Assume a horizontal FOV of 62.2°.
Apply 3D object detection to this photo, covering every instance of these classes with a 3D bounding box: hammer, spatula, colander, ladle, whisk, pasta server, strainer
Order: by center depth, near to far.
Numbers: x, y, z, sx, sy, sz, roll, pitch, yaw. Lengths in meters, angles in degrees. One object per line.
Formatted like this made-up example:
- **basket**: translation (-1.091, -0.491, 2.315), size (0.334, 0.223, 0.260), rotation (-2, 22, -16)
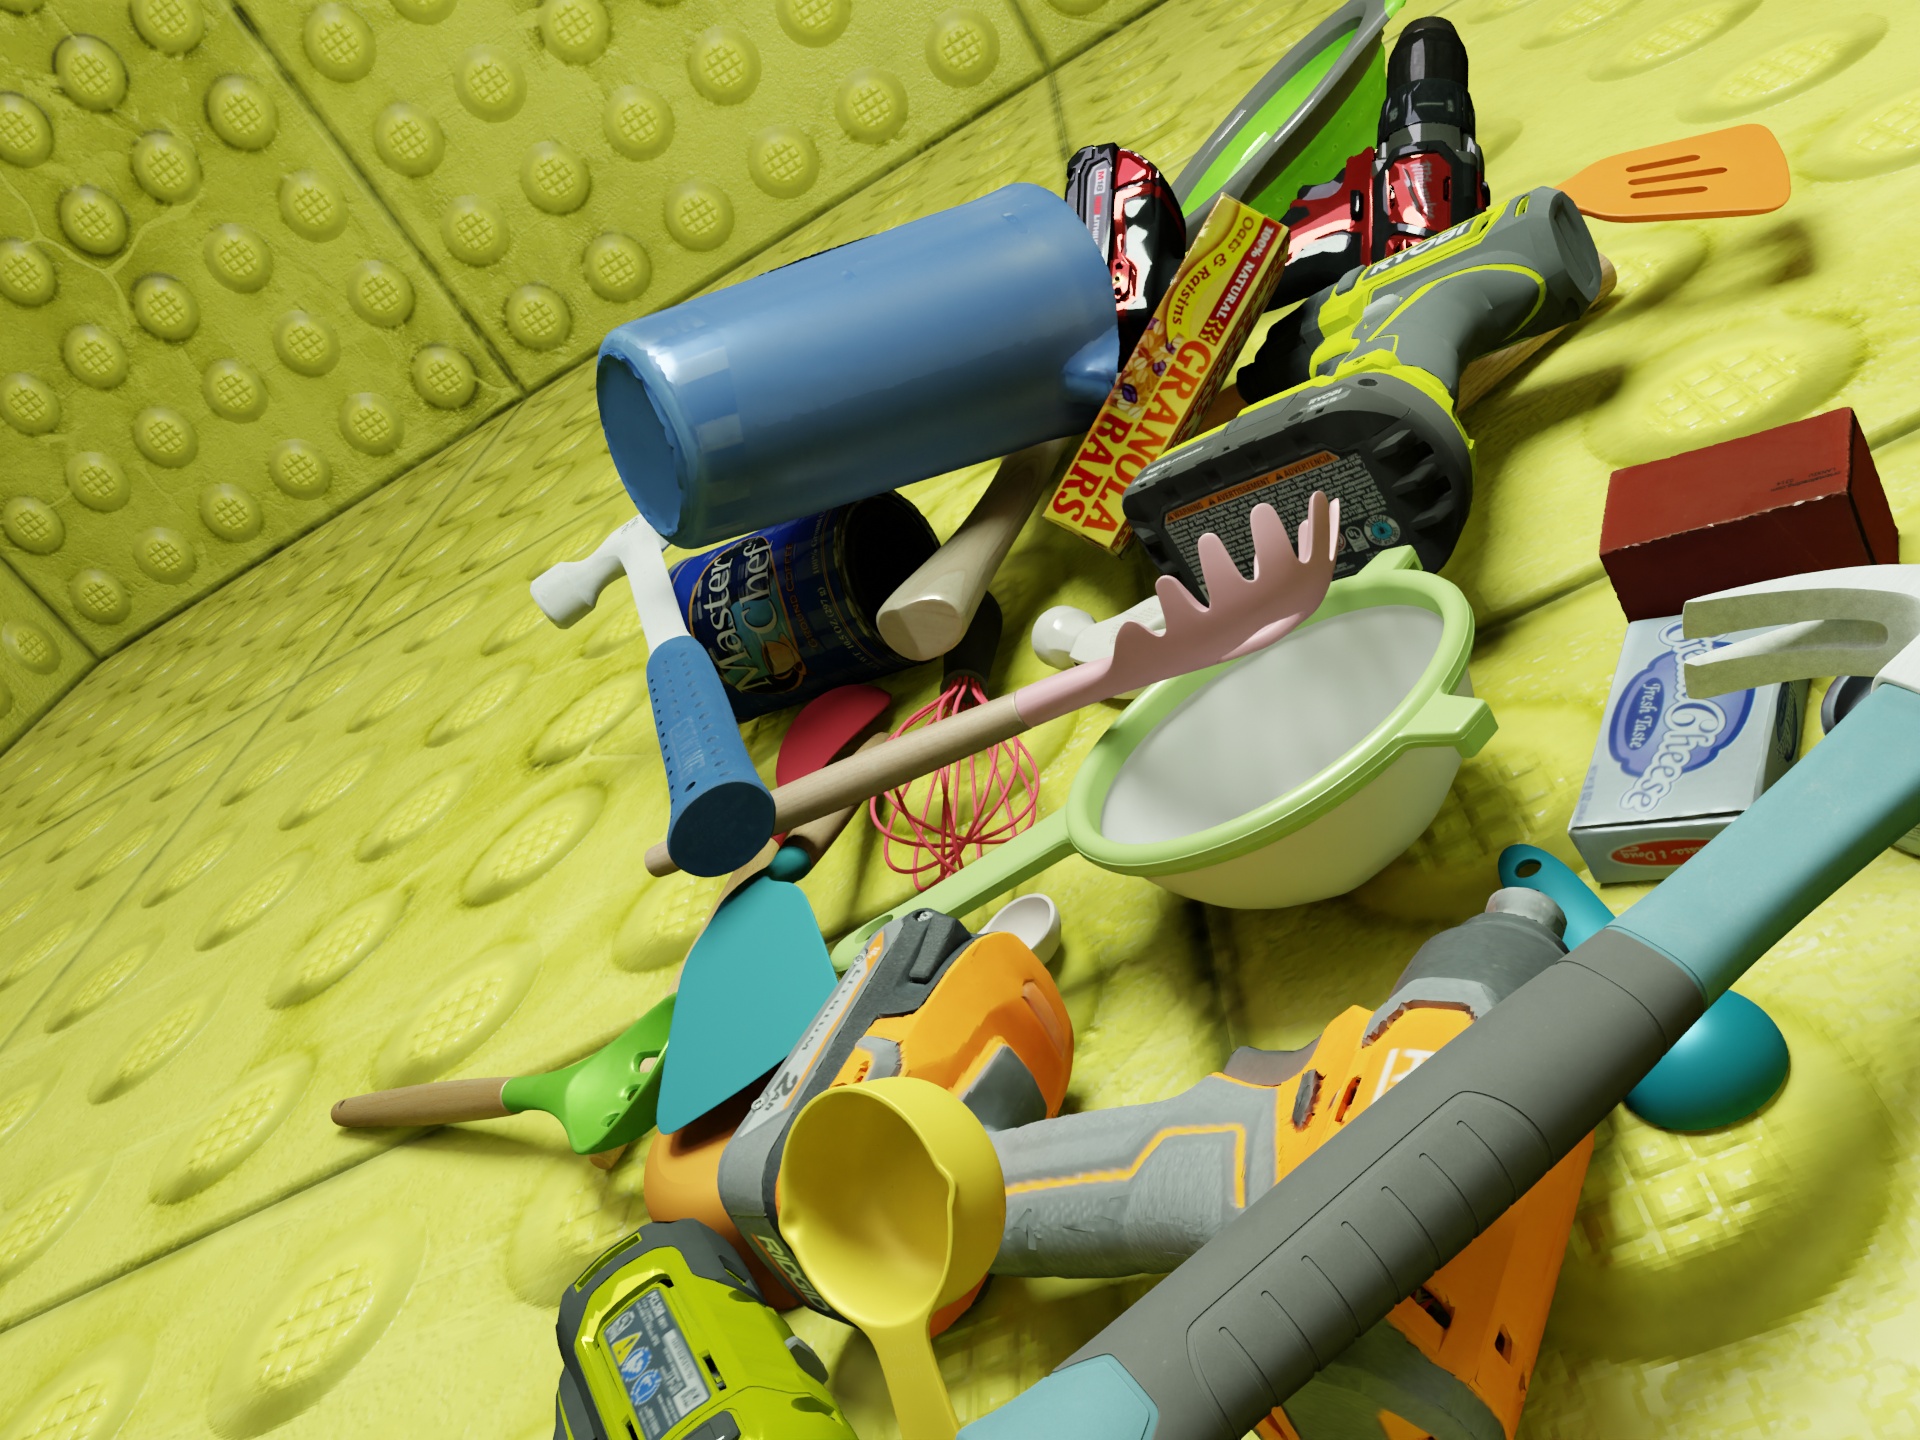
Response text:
- **hammer**: translation (0.141, 0.063, 0.345), size (0.331, 0.033, 0.128), rotation (-34, 38, -16)
- **strainer**: translation (0.072, 0.046, 0.551), size (0.256, 0.069, 0.152), rotation (-32, 18, 19)
- **pasta server**: translation (-0.001, -0.002, 0.595), size (0.316, 0.040, 0.060), rotation (-23, -10, 27)
- **spatula**: translation (-0.058, 0.060, 0.663), size (0.082, 0.044, 0.317), rotation (-37, 6, 16)
- **whisk**: translation (0.001, -0.005, 0.743), size (0.073, 0.073, 0.296), rotation (-27, 21, 15)
- **hammer**: translation (0.187, -0.120, 0.748), size (0.331, 0.031, 0.130), rotation (-39, 25, -11)
- **hammer**: translation (-0.133, -0.038, 0.752), size (0.144, 0.035, 0.406), rotation (-36, 27, 0)
- **ladle**: translation (-0.102, 0.078, 0.753), size (0.069, 0.031, 0.316), rotation (-26, 26, 36)
- **spatula**: translation (0.229, -0.200, 0.779), size (0.322, 0.041, 0.081), rotation (-26, 33, 35)
- **hammer**: translation (0.041, -0.139, 0.895), size (0.146, 0.038, 0.411), rotation (-21, 20, 23)
- **colander**: translation (0.170, -0.312, 1.074), size (0.397, 0.094, 0.205), rotation (-41, 18, 31)

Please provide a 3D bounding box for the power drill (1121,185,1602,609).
- **power drill**: translation (0.164, -0.134, 0.678), size (0.171, 0.080, 0.223), rotation (-17, 25, 42)

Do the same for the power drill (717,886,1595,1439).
- **power drill**: translation (0.058, 0.108, 0.442), size (0.226, 0.084, 0.164), rotation (-4, 38, 41)

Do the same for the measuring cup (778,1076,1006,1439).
- **measuring cup**: translation (0.001, 0.160, 0.374), size (0.062, 0.156, 0.029), rotation (-28, -14, 38)

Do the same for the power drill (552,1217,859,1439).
- **power drill**: translation (-0.118, 0.252, 0.400), size (0.228, 0.080, 0.191), rotation (-37, 27, -13)

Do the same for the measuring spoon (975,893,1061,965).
- **measuring spoon**: translation (-0.010, 0.102, 0.616), size (0.124, 0.018, 0.034), rotation (-29, 29, 27)

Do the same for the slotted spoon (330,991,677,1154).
- **slotted spoon**: translation (-0.206, 0.164, 0.699), size (0.314, 0.031, 0.070), rotation (-18, 37, 44)

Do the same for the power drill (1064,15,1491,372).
- **power drill**: translation (0.176, -0.289, 0.883), size (0.227, 0.080, 0.188), rotation (-2, 72, 25)

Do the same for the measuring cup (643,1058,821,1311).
- **measuring cup**: translation (-0.077, 0.136, 0.583), size (0.095, 0.052, 0.174), rotation (-35, 27, -1)

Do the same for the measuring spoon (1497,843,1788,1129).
- **measuring spoon**: translation (0.178, 0.062, 0.441), size (0.042, 0.021, 0.129), rotation (-31, 26, 6)
